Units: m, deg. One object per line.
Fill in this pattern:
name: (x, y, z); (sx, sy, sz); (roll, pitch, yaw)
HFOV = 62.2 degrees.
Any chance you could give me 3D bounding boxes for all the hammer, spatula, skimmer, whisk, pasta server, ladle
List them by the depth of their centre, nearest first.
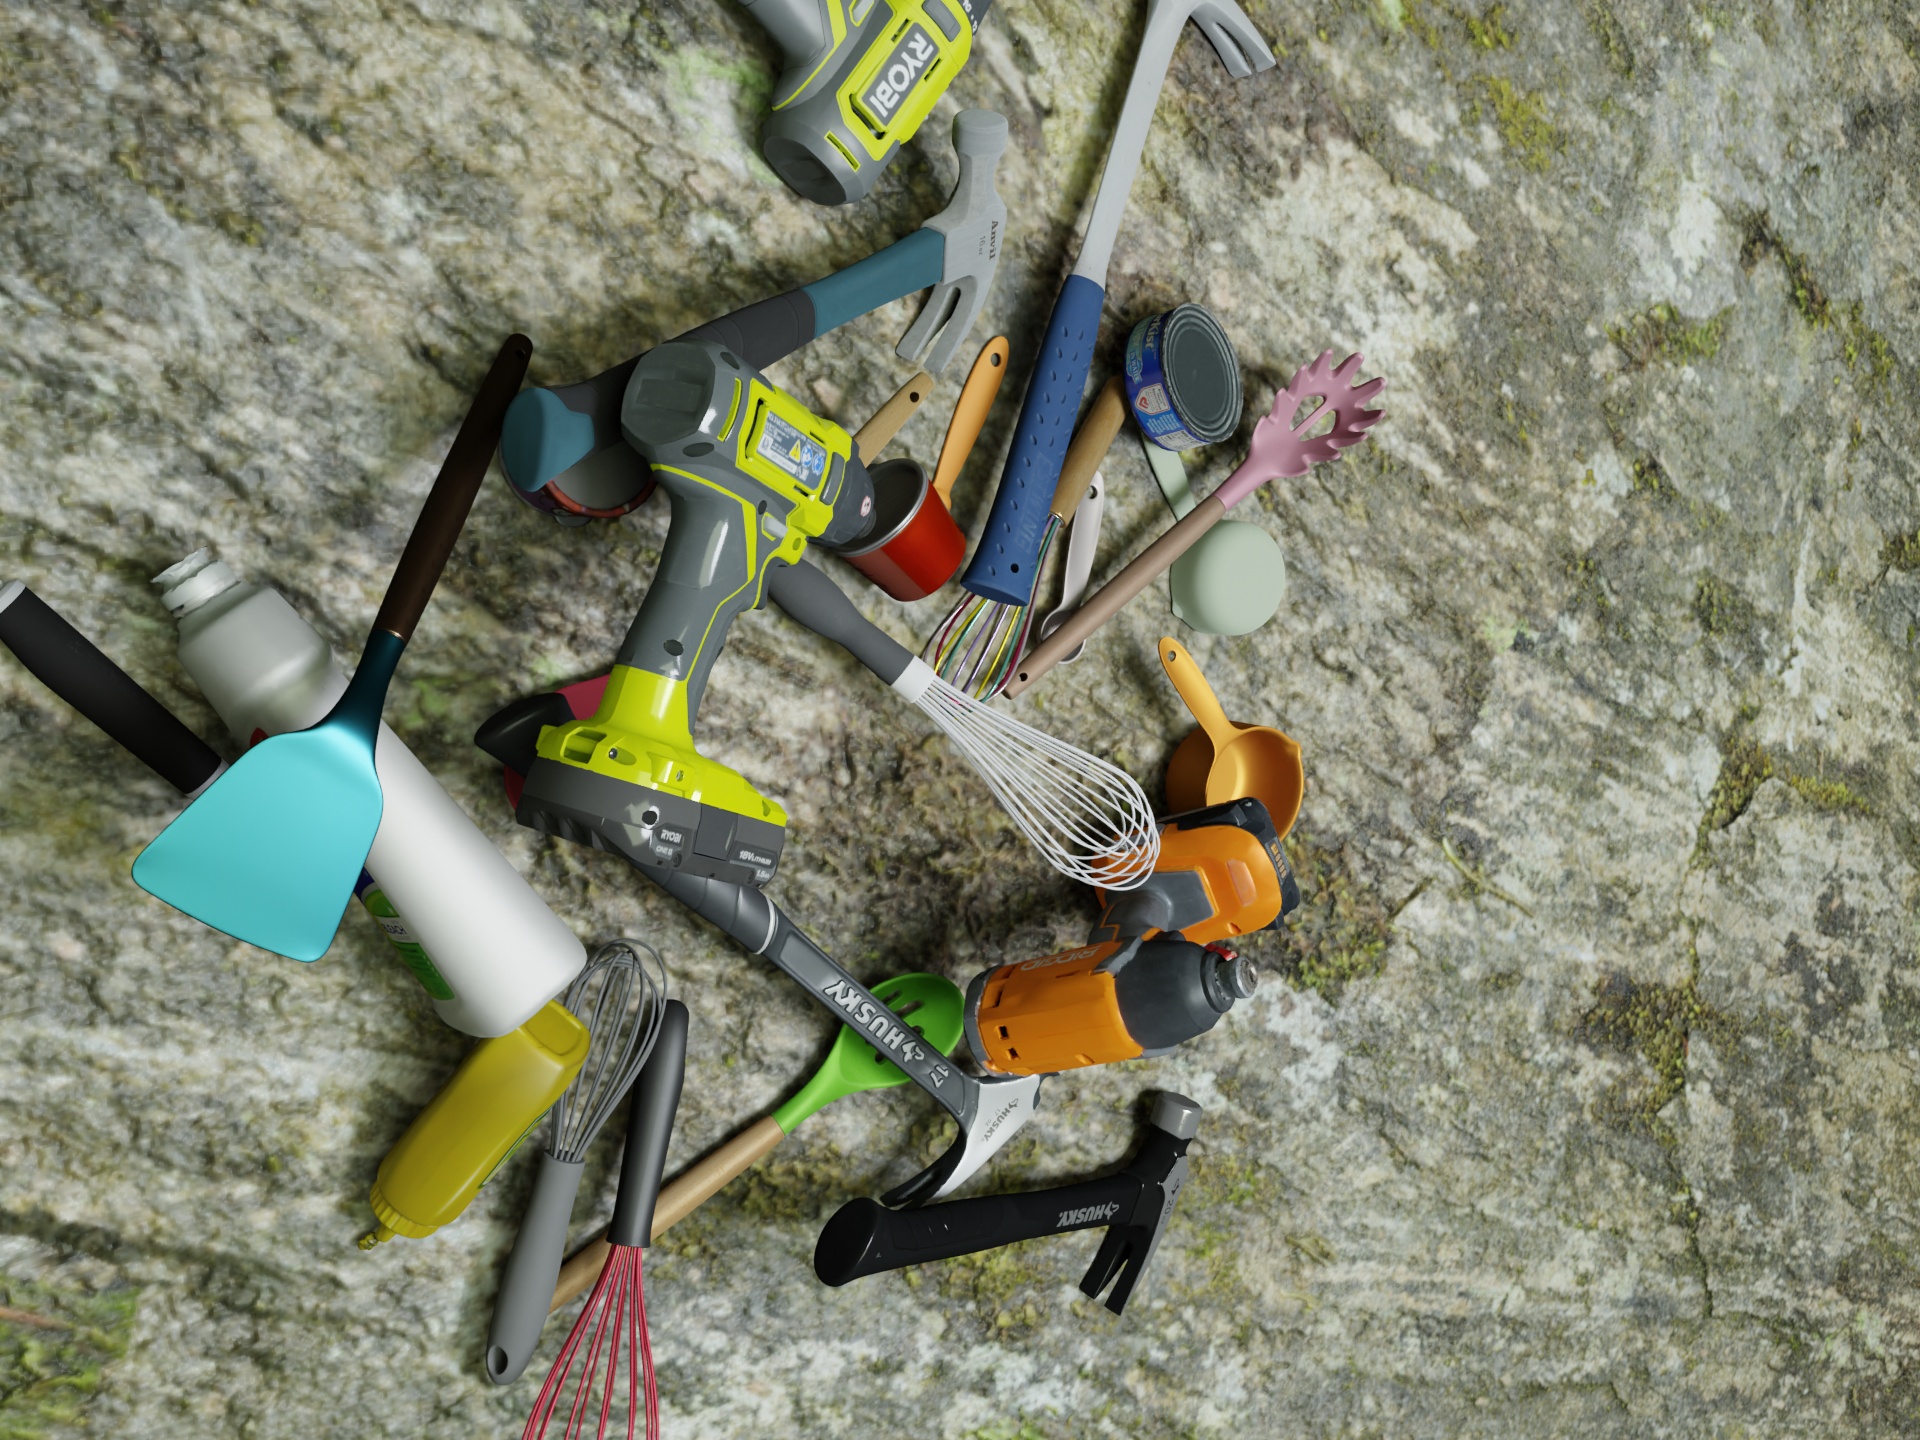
skimmer: (-0.410, -0.097, 0.618); (0.363, 0.090, 0.127); (52, 39, -31)
spatula: (-0.249, -0.053, 0.699); (0.082, 0.044, 0.318); (36, 50, -32)
hammer: (-0.088, -0.197, 0.784); (0.331, 0.033, 0.128); (-37, 145, -38)
whisk: (-0.204, 0.230, 0.829); (0.055, 0.055, 0.239); (17, 88, -34)
ladle: (-0.121, -0.069, 0.832); (0.315, 0.031, 0.069); (-49, 118, -10)
whisk: (-0.178, 0.294, 0.833); (0.073, 0.073, 0.296); (19, 73, -34)
hammer: (-0.098, 0.125, 0.858); (0.149, 0.036, 0.408); (-51, 120, -11)
whisk: (-0.002, -0.002, 0.880); (0.284, 0.070, 0.070); (38, 76, -8)
hammer: (0.081, -0.261, 0.926); (0.144, 0.035, 0.405); (21, 81, -34)
whisk: (0.044, -0.104, 0.945); (0.047, 0.051, 0.245); (35, 76, -27)
hammer: (0.034, 0.303, 0.955); (0.334, 0.035, 0.146); (13, 97, -51)
pasta server: (0.142, -0.119, 0.977); (0.316, 0.040, 0.060); (-41, 91, -15)

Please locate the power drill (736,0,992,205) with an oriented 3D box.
power drill: (-0.080, -0.403, 0.792); (0.228, 0.080, 0.190); (40, 77, -34)

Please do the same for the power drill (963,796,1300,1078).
power drill: (0.118, 0.123, 0.914); (0.226, 0.164, 0.084); (-36, 106, -56)

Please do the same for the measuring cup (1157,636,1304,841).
measuring cup: (0.156, 0.012, 1.033); (0.095, 0.052, 0.173); (-44, 117, -19)

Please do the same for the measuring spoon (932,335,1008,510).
measuring spoon: (0.005, -0.170, 0.925); (0.021, 0.011, 0.117); (25, 84, -34)

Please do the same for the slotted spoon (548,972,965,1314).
slotted spoon: (-0.126, 0.244, 0.902); (0.314, 0.031, 0.070); (-34, 115, -22)

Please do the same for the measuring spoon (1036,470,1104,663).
measuring spoon: (0.068, -0.095, 0.982); (0.034, 0.018, 0.124); (16, 82, -32)

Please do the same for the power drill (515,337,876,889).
power drill: (-0.110, -0.042, 0.742); (0.171, 0.080, 0.223); (27, 78, -62)

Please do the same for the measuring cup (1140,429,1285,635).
measuring cup: (0.158, -0.128, 1.016); (0.083, 0.038, 0.167); (-40, 118, -22)
